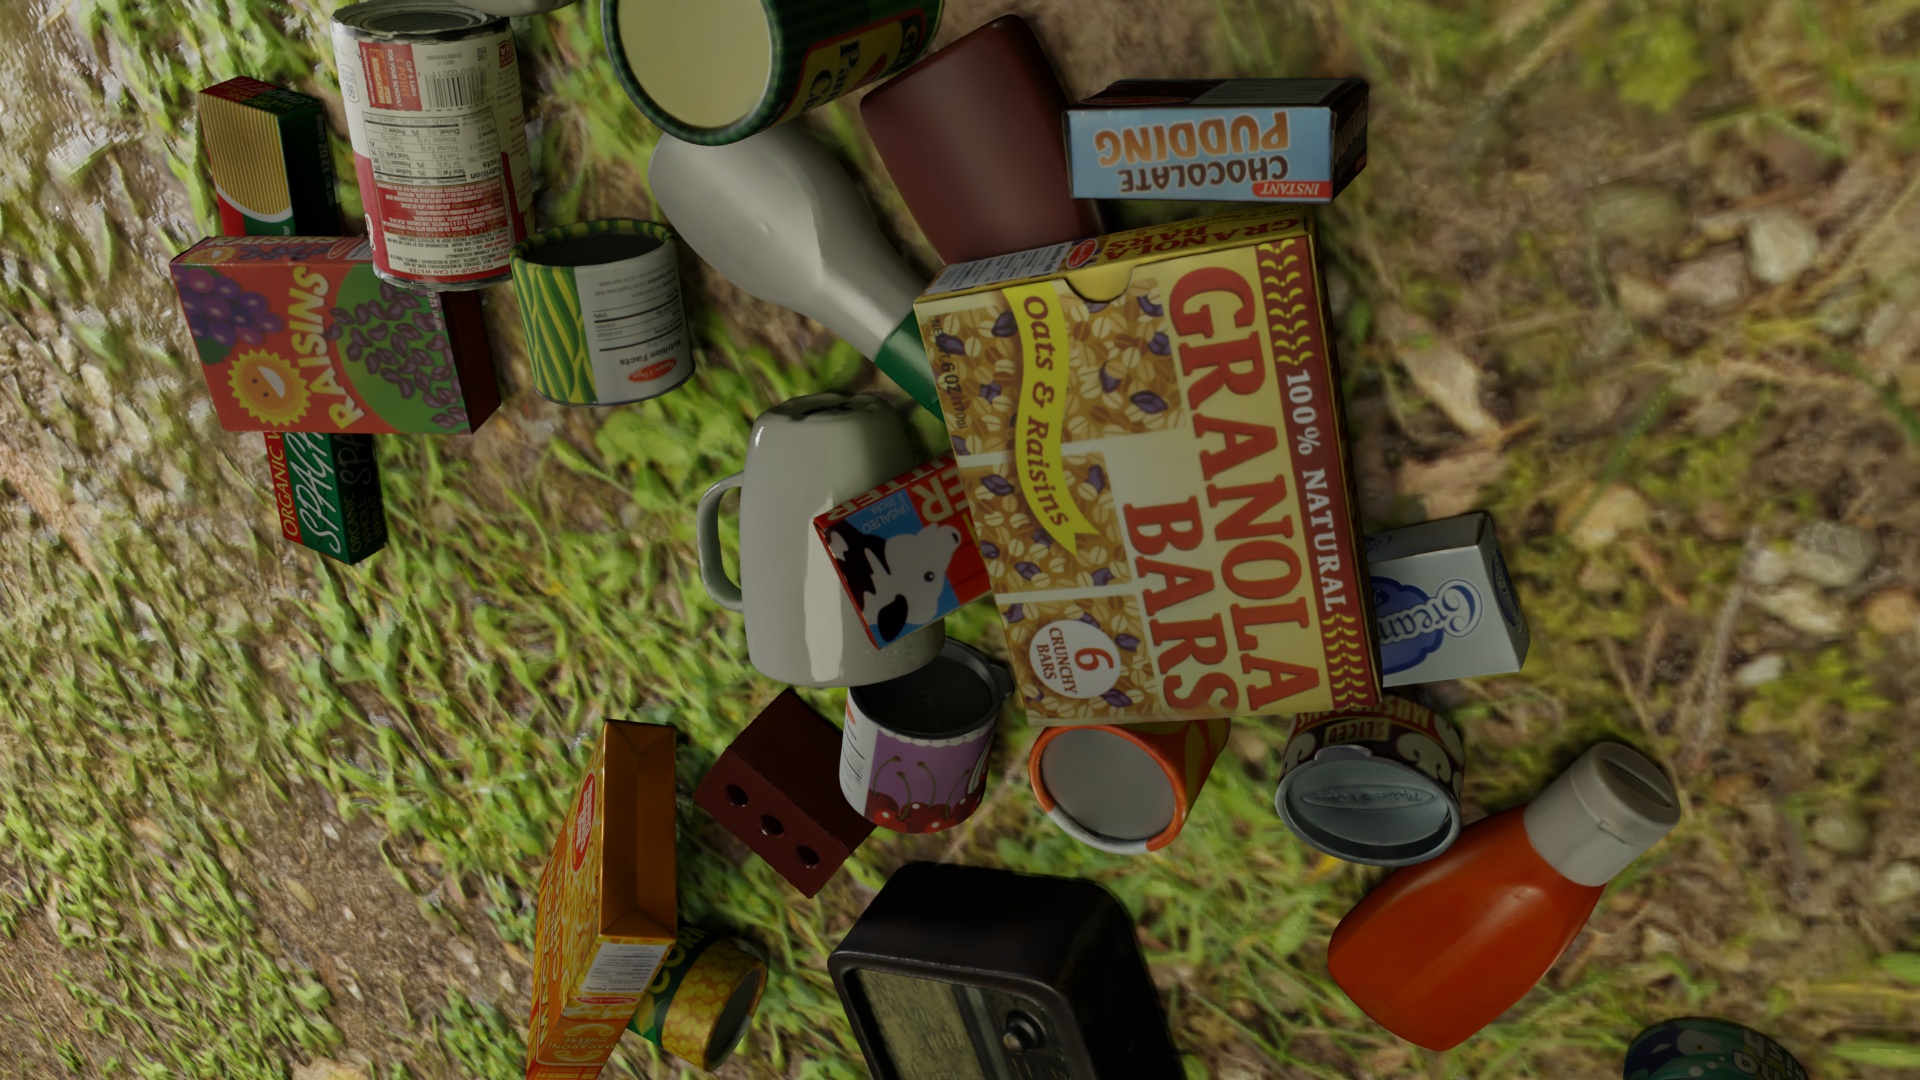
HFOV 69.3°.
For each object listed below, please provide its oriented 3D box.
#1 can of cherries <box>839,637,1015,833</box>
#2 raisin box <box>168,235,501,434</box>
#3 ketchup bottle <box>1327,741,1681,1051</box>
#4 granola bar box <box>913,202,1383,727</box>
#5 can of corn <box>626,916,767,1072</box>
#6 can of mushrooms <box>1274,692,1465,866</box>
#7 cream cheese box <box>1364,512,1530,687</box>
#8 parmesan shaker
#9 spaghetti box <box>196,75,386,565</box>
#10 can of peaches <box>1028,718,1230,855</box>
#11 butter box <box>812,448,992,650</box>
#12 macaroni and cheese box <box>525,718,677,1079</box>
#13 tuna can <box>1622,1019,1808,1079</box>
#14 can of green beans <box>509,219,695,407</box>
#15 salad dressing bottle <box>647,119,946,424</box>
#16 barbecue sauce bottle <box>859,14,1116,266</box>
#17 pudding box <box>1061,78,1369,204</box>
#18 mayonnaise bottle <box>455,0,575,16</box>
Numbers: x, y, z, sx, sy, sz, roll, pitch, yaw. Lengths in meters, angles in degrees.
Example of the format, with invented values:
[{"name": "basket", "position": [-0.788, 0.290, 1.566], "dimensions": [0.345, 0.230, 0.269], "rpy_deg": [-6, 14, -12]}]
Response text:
[{"name": "can of cherries", "position": [-0.015, 0.084, 0.601], "dimensions": [0.071, 0.072, 0.058], "rpy_deg": [21, 126, 17]}, {"name": "raisin box", "position": [-0.284, -0.095, 0.637], "dimensions": [0.123, 0.040, 0.085], "rpy_deg": [1, 121, 5]}, {"name": "ketchup bottle", "position": [0.203, 0.133, 0.520], "dimensions": [0.065, 0.044, 0.148], "rpy_deg": [35, 129, 6]}, {"name": "granola bar box", "position": [0.066, -0.018, 0.461], "dimensions": [0.124, 0.039, 0.165], "rpy_deg": [-7, 115, 20]}, {"name": "can of corn", "position": [-0.149, 0.252, 0.776], "dimensions": [0.058, 0.071, 0.070], "rpy_deg": [21, 126, 16]}, {"name": "can of mushrooms", "position": [0.152, 0.087, 0.518], "dimensions": [0.071, 0.034, 0.070], "rpy_deg": [13, 136, 12]}, {"name": "cream cheese box", "position": [0.145, 0.027, 0.501], "dimensions": [0.103, 0.024, 0.053], "rpy_deg": [-13, 112, 35]}, {"name": "parmesan shaker", "position": [-0.060, -0.170, 0.447], "dimensions": [0.071, 0.103, 0.071], "rpy_deg": [14, 124, 22]}, {"name": "spaghetti box", "position": [-0.327, -0.099, 0.691], "dimensions": [0.050, 0.029, 0.248], "rpy_deg": [20, 126, 17]}, {"name": "can of peaches", "position": [0.068, 0.081, 0.556], "dimensions": [0.071, 0.058, 0.071], "rpy_deg": [14, 125, 22]}, {"name": "butter box", "position": [0.002, -0.007, 0.522], "dimensions": [0.053, 0.104, 0.024], "rpy_deg": [65, 170, -17]}, {"name": "macaroni and cheese box", "position": [-0.189, 0.193, 0.730], "dimensions": [0.040, 0.124, 0.165], "rpy_deg": [11, 133, -22]}, {"name": "tuna can", "position": [0.289, 0.217, 0.528], "dimensions": [0.071, 0.033, 0.070], "rpy_deg": [14, 124, 22]}, {"name": "can of green beans", "position": [-0.145, -0.094, 0.566], "dimensions": [0.071, 0.071, 0.057], "rpy_deg": [12, 123, 23]}, {"name": "salad dressing bottle", "position": [-0.048, -0.104, 0.521], "dimensions": [0.147, 0.044, 0.064], "rpy_deg": [41, 128, 0]}, {"name": "barbecue sauce bottle", "position": [0.026, -0.099, 0.480], "dimensions": [0.064, 0.044, 0.148], "rpy_deg": [-21, 107, 29]}, {"name": "pudding box", "position": [0.079, -0.125, 0.431], "dimensions": [0.084, 0.050, 0.030], "rpy_deg": [8, 120, 25]}, {"name": "mayonnaise bottle", "position": [-0.216, -0.241, 0.535], "dimensions": [0.148, 0.041, 0.064], "rpy_deg": [15, 123, 22]}]
